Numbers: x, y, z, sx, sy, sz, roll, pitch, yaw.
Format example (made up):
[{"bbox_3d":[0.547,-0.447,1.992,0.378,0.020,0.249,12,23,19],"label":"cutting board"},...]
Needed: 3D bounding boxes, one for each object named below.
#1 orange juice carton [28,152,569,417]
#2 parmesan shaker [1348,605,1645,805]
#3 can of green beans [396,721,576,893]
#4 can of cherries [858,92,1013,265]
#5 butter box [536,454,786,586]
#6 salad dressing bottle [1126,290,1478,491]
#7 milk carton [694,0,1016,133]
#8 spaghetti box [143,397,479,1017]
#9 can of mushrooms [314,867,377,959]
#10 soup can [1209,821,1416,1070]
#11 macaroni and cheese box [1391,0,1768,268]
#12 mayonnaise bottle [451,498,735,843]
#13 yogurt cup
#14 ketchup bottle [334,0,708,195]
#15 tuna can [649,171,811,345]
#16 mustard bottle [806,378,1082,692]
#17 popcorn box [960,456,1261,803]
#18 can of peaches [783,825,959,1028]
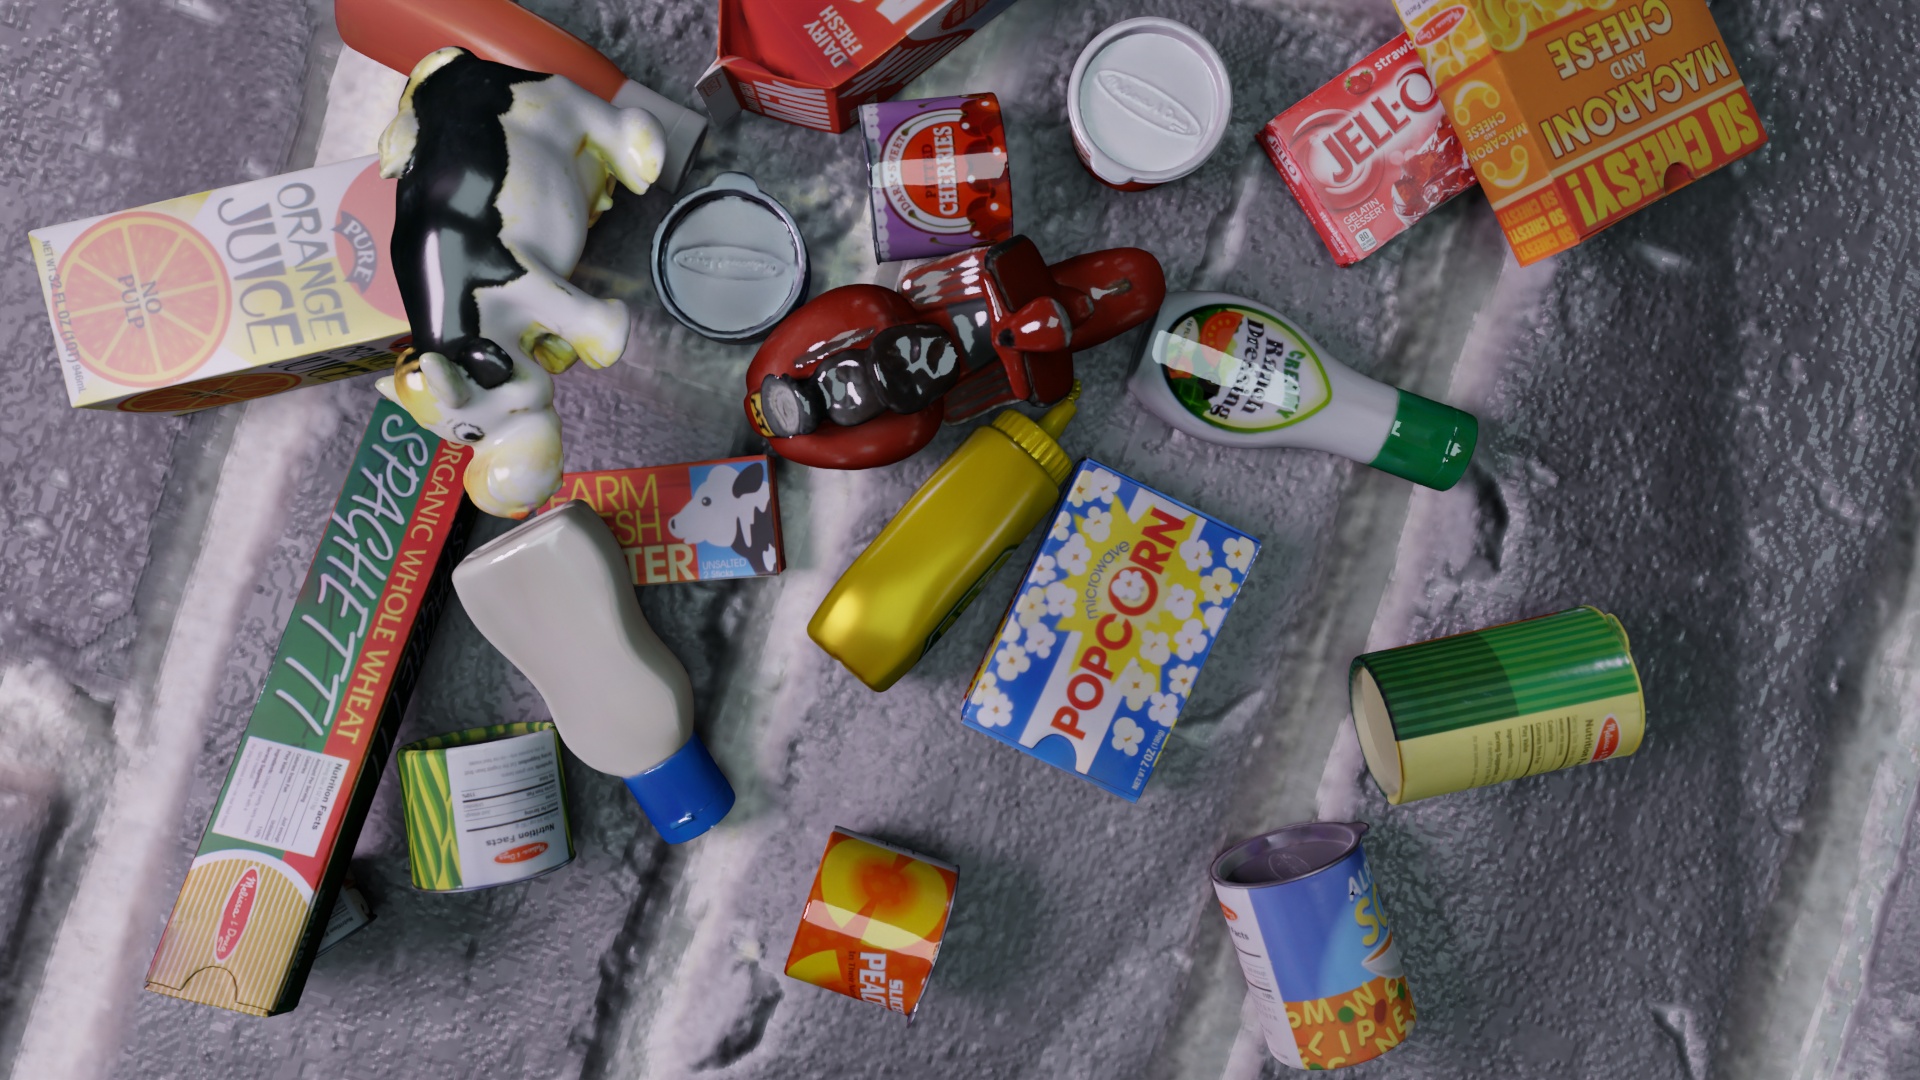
[{"bbox_3d":[-0.262,-0.108,0.574,0.193,0.073,0.071,-13,92,-2],"label":"orange juice carton"},{"bbox_3d":[0.227,0.068,0.596,0.103,0.071,0.071,-12,92,-1],"label":"parmesan shaker"},{"bbox_3d":[-0.199,0.111,0.585,0.071,0.071,0.058,-7,91,-2],"label":"can of green beans"},{"bbox_3d":[-0.010,-0.152,0.582,0.058,0.071,0.071,-6,92,-2],"label":"can of cherries"},{"bbox_3d":[-0.131,-0.007,0.605,0.103,0.024,0.053,-5,93,-2],"label":"butter box"},{"bbox_3d":[0.148,-0.062,0.603,0.148,0.044,0.064,19,90,-2],"label":"salad dressing bottle"},{"bbox_3d":[-0.030,-0.238,0.579,0.190,0.072,0.073,-37,93,0],"label":"milk carton"},{"bbox_3d":[-0.252,0.060,0.564,0.050,0.028,0.251,15,73,-2],"label":"spaghetti box"},{"bbox_3d":[-0.286,0.163,0.585,0.071,0.071,0.033,-28,93,-1],"label":"can of mushrooms"},{"bbox_3d":[0.155,0.172,0.598,0.071,0.071,0.083,-19,93,-1],"label":"soup can"},{"bbox_3d":[0.255,-0.216,0.587,0.124,0.040,0.166,-28,92,-21],"label":"macaroni and cheese box"},{"bbox_3d":[-0.147,0.059,0.583,0.065,0.041,0.147,-26,107,8],"label":"mayonnaise bottle"},{"bbox_3d":[0.077,-0.181,0.593,0.072,0.054,0.072,0,92,-2],"label":"yogurt cup"},{"bbox_3d":[-0.181,-0.195,0.582,0.149,0.064,0.043,26,75,-11],"label":"ketchup bottle"},{"bbox_3d":[-0.098,-0.120,0.599,0.071,0.033,0.071,0,92,-2],"label":"tuna can"},{"bbox_3d":[0.002,-0.007,0.591,0.049,0.065,0.160,41,85,3],"label":"mustard bottle"},{"bbox_3d":[0.064,0.037,0.606,0.085,0.038,0.126,25,90,-3],"label":"popcorn box"},{"bbox_3d":[-0.038,0.163,0.590,0.058,0.071,0.071,20,91,-1],"label":"can of peaches"}]
